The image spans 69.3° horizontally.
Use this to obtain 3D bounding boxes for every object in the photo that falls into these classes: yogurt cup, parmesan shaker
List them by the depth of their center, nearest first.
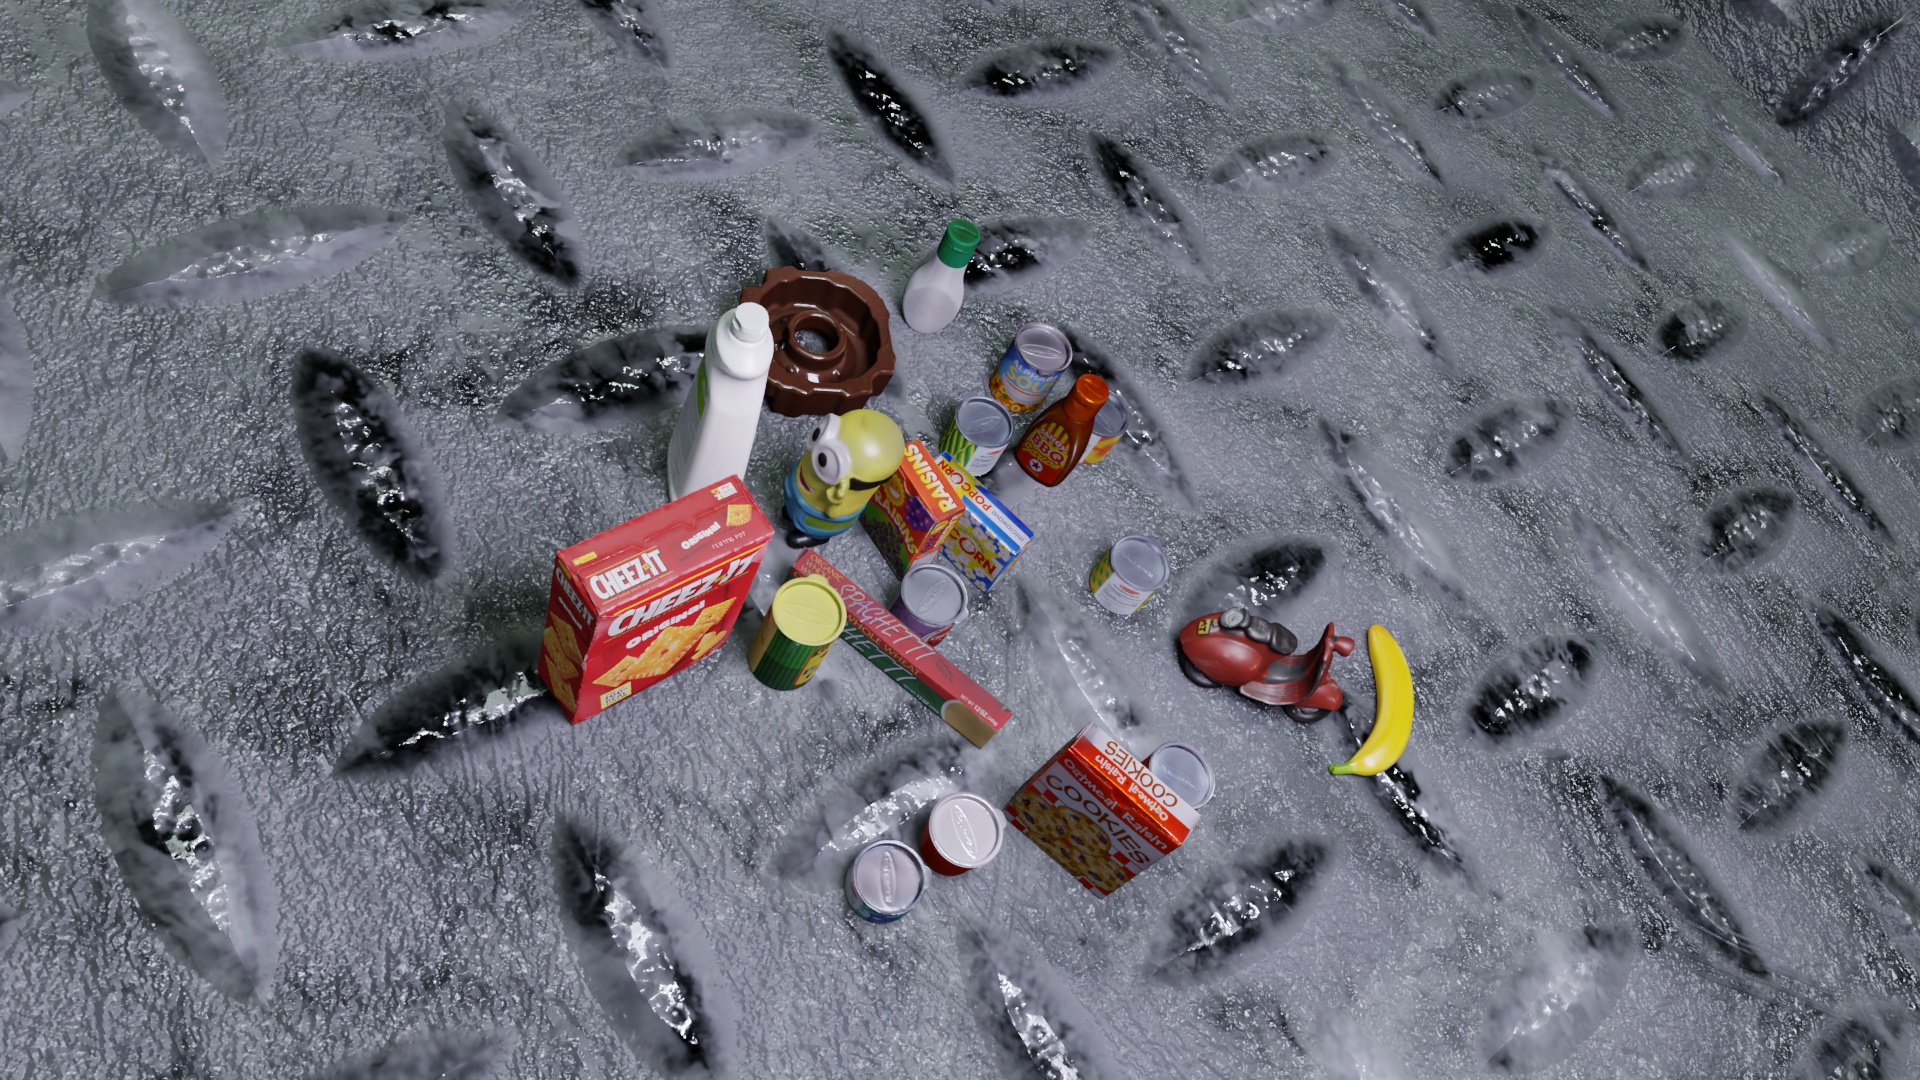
[{"bbox_3d":[-0.003,0.263,1.230,0.072,0.053,0.073,10,58,-16],"label":"yogurt cup"},{"bbox_3d":[-0.147,0.084,1.250,0.071,0.102,0.071,10,58,-16],"label":"parmesan shaker"}]

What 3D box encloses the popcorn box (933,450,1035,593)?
[{"bbox_3d":[0.005,-0.017,1.383,0.127,0.084,0.038,43,55,7],"label":"popcorn box"}]

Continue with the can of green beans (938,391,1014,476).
[{"bbox_3d":[0.017,-0.110,1.461,0.071,0.057,0.071,10,58,-16],"label":"can of green beans"}]

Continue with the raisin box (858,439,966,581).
[{"bbox_3d":[-0.050,-0.028,1.344,0.040,0.122,0.086,-24,72,-31],"label":"raisin box"}]

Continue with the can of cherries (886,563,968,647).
[{"bbox_3d":[-0.032,0.066,1.334,0.071,0.058,0.072,10,58,-16],"label":"can of cherries"}]

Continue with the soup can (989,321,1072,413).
[{"bbox_3d":[0.076,-0.185,1.514,0.071,0.083,0.071,10,58,-16],"label":"soup can"}]

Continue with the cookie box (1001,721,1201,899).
[{"bbox_3d":[0.119,0.241,1.222,0.123,0.166,0.040,40,54,5],"label":"cookie box"}]

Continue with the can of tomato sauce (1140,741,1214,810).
[{"bbox_3d":[0.190,0.236,1.305,0.071,0.082,0.071,10,58,-16],"label":"can of tomato sauce"}]

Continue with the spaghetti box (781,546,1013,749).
[{"bbox_3d":[-0.062,0.101,1.306,0.250,0.050,0.029,39,54,4],"label":"spaghetti box"}]

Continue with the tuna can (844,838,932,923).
[{"bbox_3d":[-0.063,0.295,1.199,0.071,0.032,0.071,10,57,-16],"label":"tuna can"}]

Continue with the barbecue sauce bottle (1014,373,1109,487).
[{"bbox_3d":[0.109,-0.117,1.447,0.065,0.147,0.044,42,55,6],"label":"barbecue sauce bottle"}]

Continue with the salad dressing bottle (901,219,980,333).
[{"bbox_3d":[-0.019,-0.284,1.496,0.064,0.147,0.044,20,55,-10],"label":"salad dressing bottle"}]

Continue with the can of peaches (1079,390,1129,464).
[{"bbox_3d":[0.145,-0.126,1.522,0.071,0.057,0.071,10,58,-16],"label":"can of peaches"}]

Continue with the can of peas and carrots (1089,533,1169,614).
[{"bbox_3d":[0.175,0.034,1.437,0.071,0.058,0.071,10,58,-16],"label":"can of peas and carrots"}]
